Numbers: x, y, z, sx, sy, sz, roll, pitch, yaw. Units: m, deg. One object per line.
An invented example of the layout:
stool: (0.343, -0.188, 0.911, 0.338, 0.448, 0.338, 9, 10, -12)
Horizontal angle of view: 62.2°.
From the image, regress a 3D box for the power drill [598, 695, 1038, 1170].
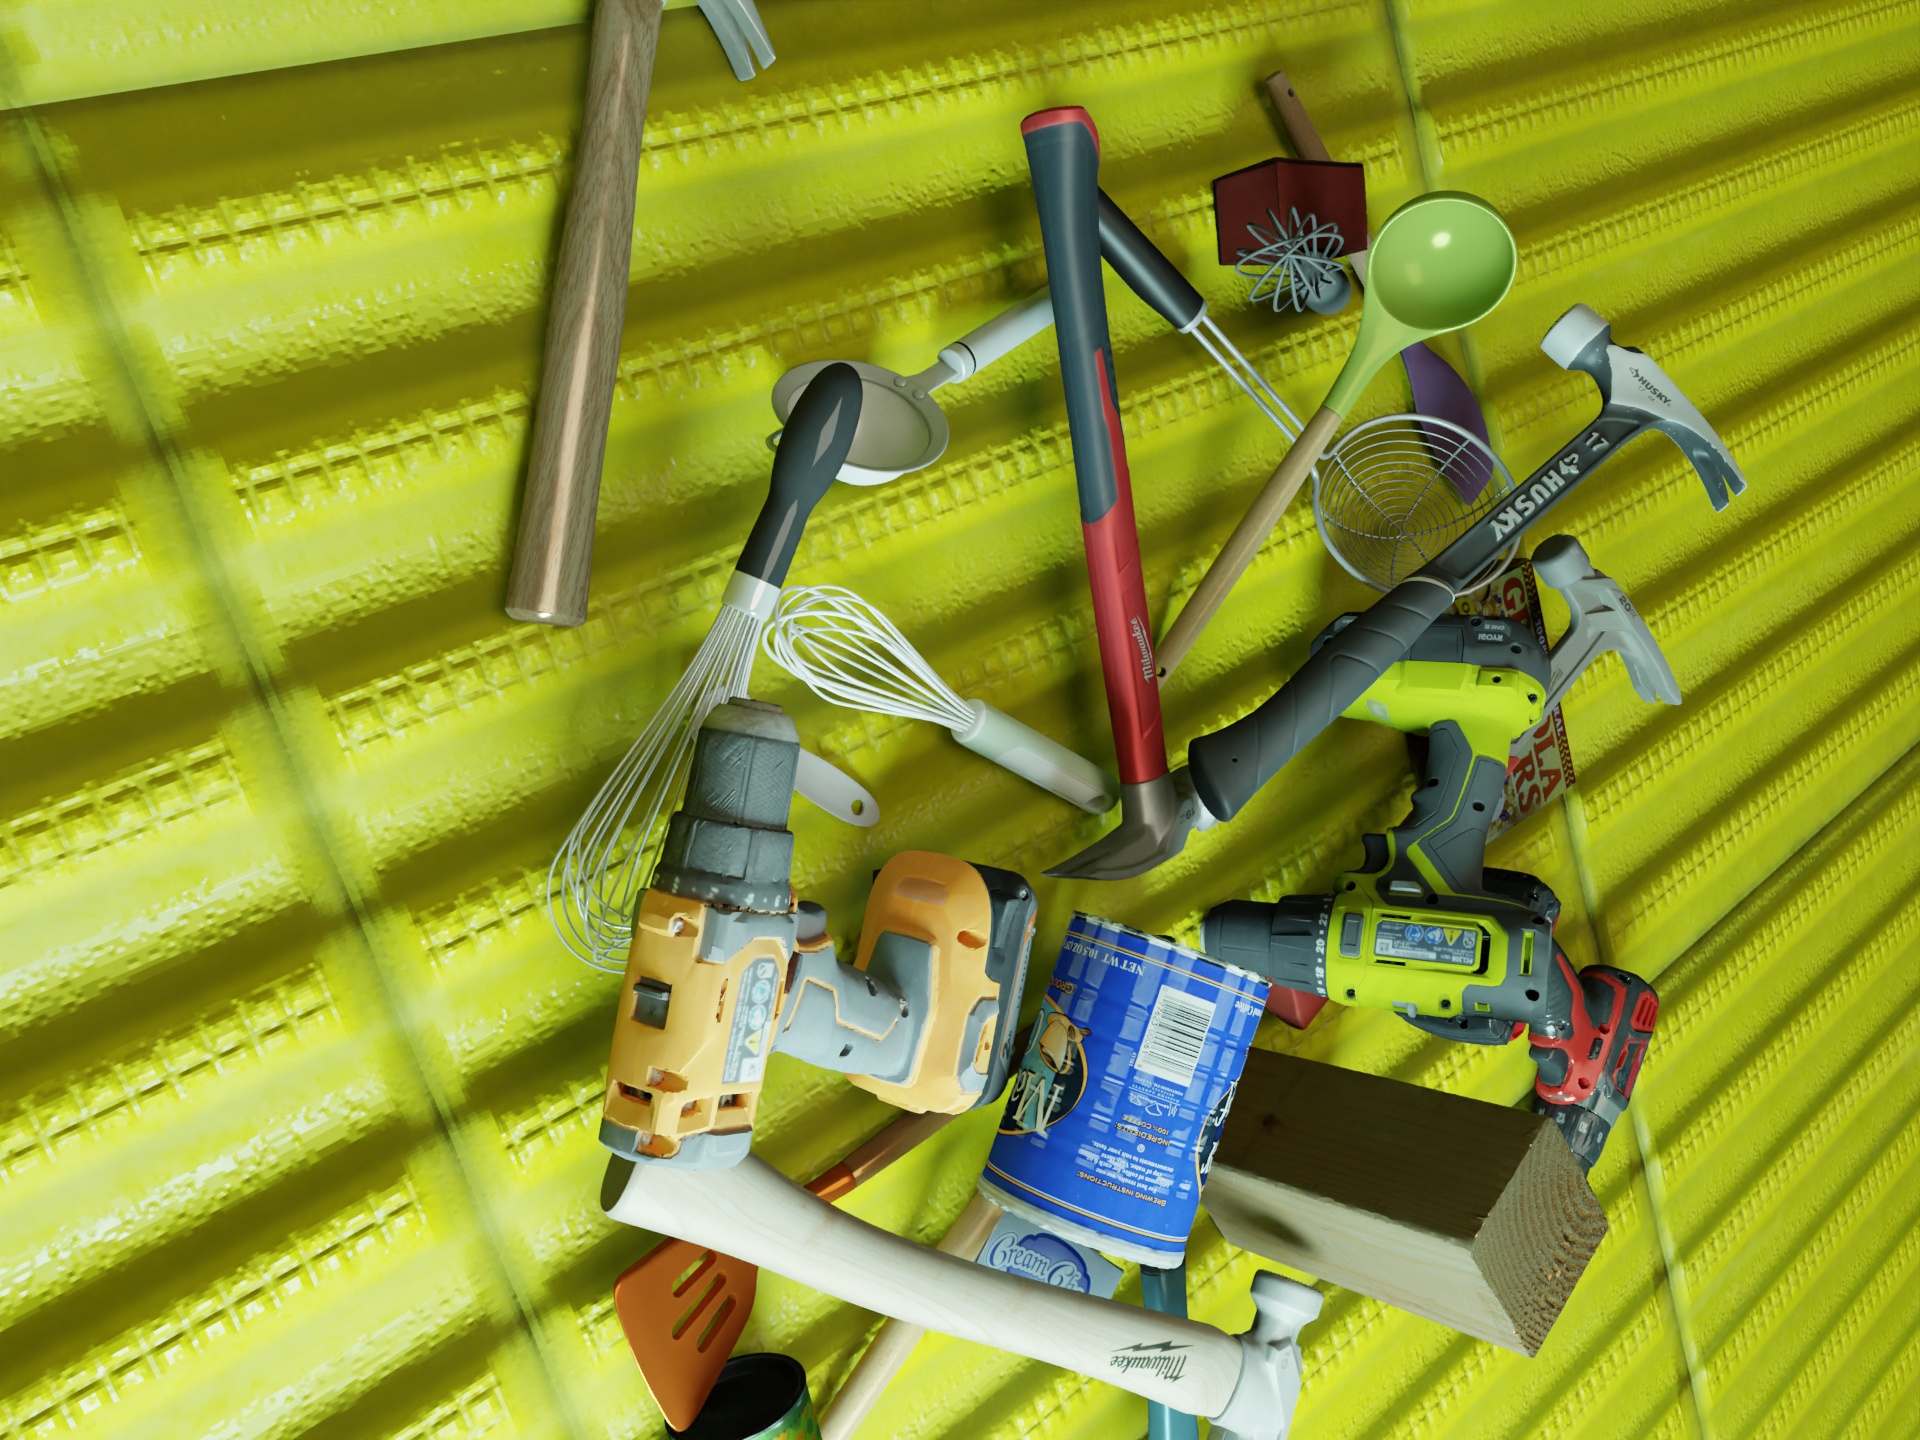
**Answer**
power drill: (-0.055, 0.092, 0.702, 0.226, 0.084, 0.185, 12, 87, -55)

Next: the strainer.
strainer: (-0.007, -0.174, 0.800, 0.087, 0.050, 0.258, 38, 54, 17)

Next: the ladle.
ladle: (0.194, -0.148, 0.878, 0.078, 0.062, 0.320, 33, 94, -9)

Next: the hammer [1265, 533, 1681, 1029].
hammer: (0.317, 0.055, 1.003, 0.359, 0.037, 0.149, -47, 112, -14)

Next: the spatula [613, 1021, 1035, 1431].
spatula: (-0.032, 0.215, 0.789, 0.322, 0.041, 0.081, -29, 107, -33)

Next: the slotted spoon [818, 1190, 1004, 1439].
slotted spoon: (0.003, 0.258, 0.803, 0.070, 0.031, 0.314, 41, 76, -19)

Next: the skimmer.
skimmer: (0.191, -0.199, 0.913, 0.363, 0.090, 0.127, 37, 70, -31)

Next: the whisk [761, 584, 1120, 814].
whisk: (-0.001, -0.003, 0.805, 0.246, 0.058, 0.059, 29, 40, -37)

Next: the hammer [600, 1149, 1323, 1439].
hammer: (0.010, 0.289, 0.762, 0.410, 0.038, 0.146, 29, 73, -27)

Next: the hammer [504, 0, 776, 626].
hammer: (-0.157, -0.205, 0.695, 0.130, 0.031, 0.331, 9, 86, -36)

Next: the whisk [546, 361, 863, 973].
whisk: (-0.105, -0.025, 0.693, 0.070, 0.070, 0.284, 23, 88, -34)

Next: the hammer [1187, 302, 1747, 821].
hammer: (0.278, -0.079, 0.894, 0.409, 0.036, 0.149, -39, 76, -19)

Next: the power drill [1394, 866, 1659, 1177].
power drill: (0.385, 0.221, 1.076, 0.226, 0.080, 0.188, 40, 69, -33)

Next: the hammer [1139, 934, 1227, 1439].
hammer: (0.109, 0.285, 0.870, 0.128, 0.033, 0.331, -3, 89, -41)

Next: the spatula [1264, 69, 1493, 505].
spatula: (0.272, -0.273, 1.017, 0.060, 0.018, 0.315, -51, 119, -25)

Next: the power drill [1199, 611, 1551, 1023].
power drill: (0.247, 0.056, 0.924, 0.080, 0.190, 0.229, 50, 49, -59)

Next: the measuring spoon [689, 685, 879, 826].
measuring spoon: (-0.085, 0.021, 0.766, 0.124, 0.018, 0.034, 36, 70, -38)

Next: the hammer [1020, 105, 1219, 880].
hammer: (0.066, -0.112, 0.814, 0.143, 0.038, 0.386, -21, 105, -50)

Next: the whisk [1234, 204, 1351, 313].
whisk: (0.192, -0.244, 0.878, 0.239, 0.055, 0.055, -24, 108, -69)
